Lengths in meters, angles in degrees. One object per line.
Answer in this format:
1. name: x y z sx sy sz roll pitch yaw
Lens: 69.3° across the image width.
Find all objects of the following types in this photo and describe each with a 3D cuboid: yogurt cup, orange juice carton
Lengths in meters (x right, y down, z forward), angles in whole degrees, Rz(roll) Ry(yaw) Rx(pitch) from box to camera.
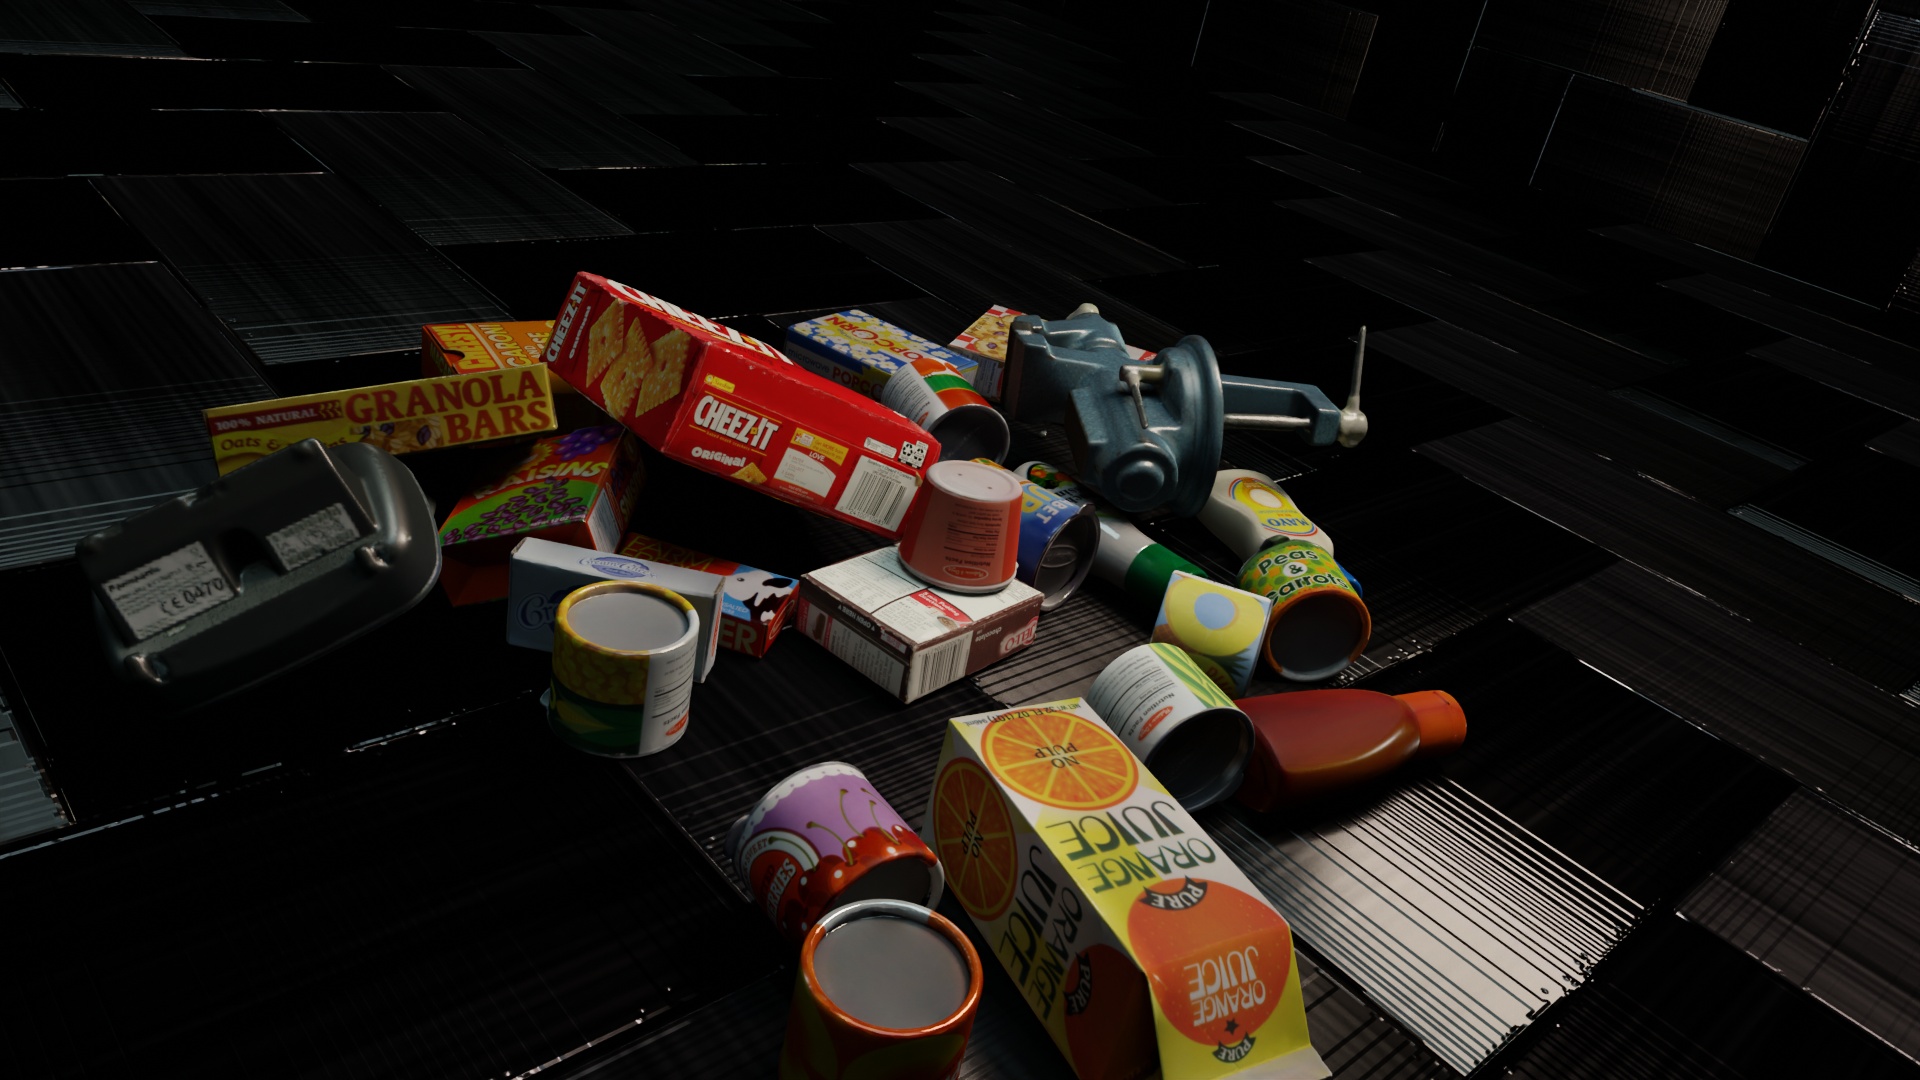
1. yogurt cup: 0.003 -0.010 0.772 0.072 0.053 0.073 10 25 -5
2. orange juice carton: 0.062 0.151 0.561 0.072 0.072 0.193 -5 33 -30

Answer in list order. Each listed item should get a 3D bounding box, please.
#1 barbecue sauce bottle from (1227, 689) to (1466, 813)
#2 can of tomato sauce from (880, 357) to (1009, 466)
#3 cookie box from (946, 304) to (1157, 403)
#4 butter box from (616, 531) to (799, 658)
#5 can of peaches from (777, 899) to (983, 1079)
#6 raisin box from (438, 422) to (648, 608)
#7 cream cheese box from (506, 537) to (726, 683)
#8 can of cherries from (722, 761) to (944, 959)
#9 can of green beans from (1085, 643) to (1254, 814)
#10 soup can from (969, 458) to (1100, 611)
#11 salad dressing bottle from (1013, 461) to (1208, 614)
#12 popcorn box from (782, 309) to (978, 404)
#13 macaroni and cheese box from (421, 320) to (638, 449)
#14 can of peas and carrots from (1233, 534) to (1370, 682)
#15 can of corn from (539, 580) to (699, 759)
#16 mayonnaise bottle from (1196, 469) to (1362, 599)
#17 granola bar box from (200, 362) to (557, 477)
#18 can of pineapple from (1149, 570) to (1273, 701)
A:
1. barbecue sauce bottle: 0.204 0.105 0.736 0.149 0.043 0.065 -4 32 -30
2. can of tomato sauce: -0.011 -0.081 0.968 0.071 0.070 0.083 -1 30 -25
3. cookie box: 0.084 -0.139 1.139 0.167 0.040 0.123 19 28 11
4. butter box: -0.145 0.029 0.753 0.103 0.024 0.053 16 28 6
5. can of peaches: -0.028 0.174 0.498 0.071 0.057 0.071 10 27 -5
6. raisin box: -0.227 -0.017 0.760 0.086 0.040 0.124 -11 28 5
7. cream cheese box: -0.174 0.035 0.698 0.104 0.053 0.024 12 26 -2
8. can of cherries: -0.051 0.133 0.555 0.072 0.071 0.058 -11 37 -37
9. can of green beans: 0.103 0.093 0.691 0.071 0.071 0.058 -3 31 -27
10. soup can: 0.033 -0.007 0.843 0.084 0.071 0.071 30 32 30
11. salad dressing bottle: 0.090 0.000 0.881 0.064 0.043 0.148 -9 34 -46
12. popcorn box: -0.063 -0.136 1.076 0.127 0.038 0.085 27 30 26
13. macaroni and cheese box: -0.265 -0.111 0.945 0.167 0.040 0.124 -8 33 -34
14. can of peas and carrots: 0.202 0.040 0.827 0.071 0.070 0.059 6 29 -12
15. can of corn: -0.161 0.059 0.654 0.071 0.058 0.071 10 28 -5
16. mayonnaise bottle: 0.214 0.002 0.931 0.065 0.041 0.148 -1 30 -21
17. granola bar box: -0.313 -0.064 0.762 0.166 0.039 0.124 -12 8 -20
18. can of pineapple: 0.136 0.057 0.774 0.058 0.070 0.071 17 28 10
